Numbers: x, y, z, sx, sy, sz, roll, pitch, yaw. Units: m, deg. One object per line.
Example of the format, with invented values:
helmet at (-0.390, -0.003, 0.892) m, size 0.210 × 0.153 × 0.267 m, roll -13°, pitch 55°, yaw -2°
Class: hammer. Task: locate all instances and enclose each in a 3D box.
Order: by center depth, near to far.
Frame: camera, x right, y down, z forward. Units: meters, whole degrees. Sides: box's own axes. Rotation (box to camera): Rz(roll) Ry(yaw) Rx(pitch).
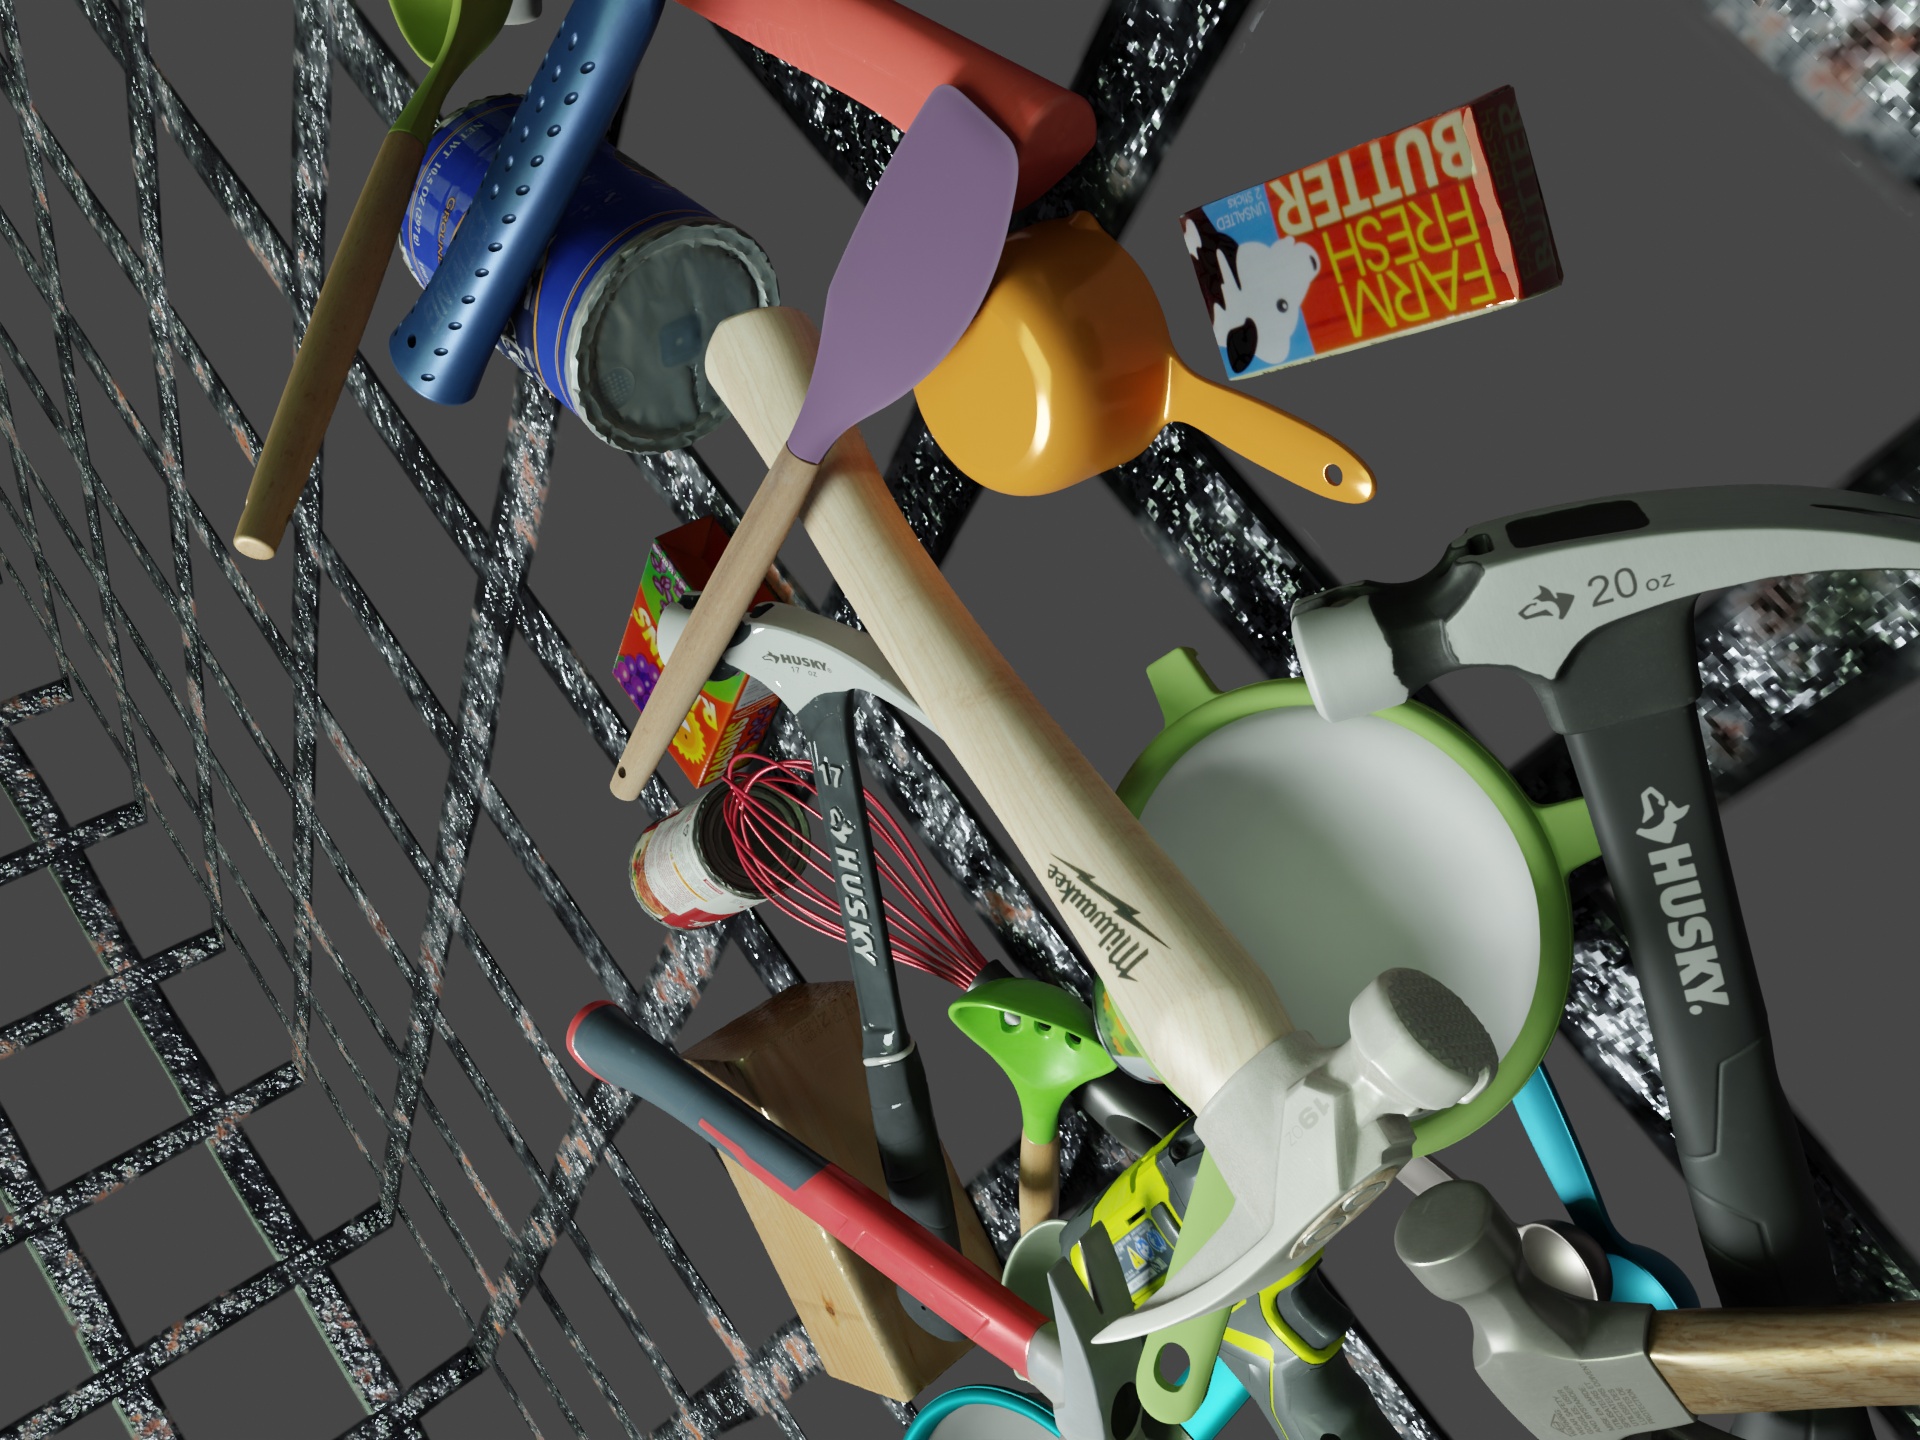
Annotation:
hammer at (0.270, 0.141, 0.355) m, size 0.331 × 0.031 × 0.130 m, roll -25°, pitch 109°, yaw 43°
hammer at (0.208, 0.093, 0.424) m, size 0.146 × 0.035 × 0.334 m, roll -17°, pitch 113°, yaw 17°
hammer at (-0.097, -0.252, 0.518) m, size 0.144 × 0.035 × 0.405 m, roll 53°, pitch 128°, yaw 11°
hammer at (-0.001, -0.002, 0.540) m, size 0.146 × 0.038 × 0.411 m, roll -54°, pitch 51°, yaw 28°
hammer at (-0.088, -0.284, 0.582) m, size 0.359 × 0.036 × 0.149 m, roll 39°, pitch 140°, yaw 31°
hammer at (-0.030, 0.135, 0.715) m, size 0.149 × 0.036 × 0.408 m, roll 12°, pitch 126°, yaw 31°
hammer at (-0.072, 0.209, 0.751) m, size 0.387 × 0.038 × 0.143 m, roll 21°, pitch 133°, yaw 41°

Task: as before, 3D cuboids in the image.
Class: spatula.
spatula at (-0.065, -0.076, 0.574) m, size 0.060 × 0.018 × 0.315 m, roll 51°, pitch 127°, yaw 22°

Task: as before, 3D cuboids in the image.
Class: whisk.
whisk at (-0.004, 0.108, 0.738) m, size 0.296 × 0.073 × 0.073 m, roll 38°, pitch 140°, yaw 21°

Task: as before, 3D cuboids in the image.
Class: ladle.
ladle at (-0.223, -0.197, 0.583) m, size 0.078 × 0.062 × 0.320 m, roll -43°, pitch 35°, yaw 54°

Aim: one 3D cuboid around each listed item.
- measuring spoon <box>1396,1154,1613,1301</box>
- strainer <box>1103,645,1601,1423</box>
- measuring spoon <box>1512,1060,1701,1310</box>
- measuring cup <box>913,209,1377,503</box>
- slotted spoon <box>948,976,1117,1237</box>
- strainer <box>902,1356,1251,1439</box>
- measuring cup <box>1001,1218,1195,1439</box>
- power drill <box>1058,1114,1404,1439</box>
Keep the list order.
measuring spoon at (0.181, 0.166, 0.553) m, size 0.124 × 0.018 × 0.034 m, roll -150°, pitch 47°, yaw -63°
strainer at (0.110, 0.109, 0.522) m, size 0.151 × 0.069 × 0.256 m, roll 21°, pitch 106°, yaw 28°
measuring spoon at (0.208, 0.148, 0.523) m, size 0.129 × 0.021 × 0.042 m, roll 67°, pitch 155°, yaw 8°
measuring cup at (0.050, -0.101, 0.514) m, size 0.174 × 0.052 × 0.095 m, roll 35°, pitch 138°, yaw 36°
slotted spoon at (0.034, 0.195, 0.722) m, size 0.070 × 0.031 × 0.313 m, roll 13°, pitch 143°, yaw 13°
strainer at (0.091, 0.390, 0.797) m, size 0.211 × 0.095 × 0.340 m, roll 48°, pitch 124°, yaw 32°
measuring cup at (0.081, 0.293, 0.709) m, size 0.168 × 0.038 × 0.083 m, roll 40°, pitch 108°, yaw 46°
power drill at (0.149, 0.250, 0.606) m, size 0.223 × 0.080 × 0.171 m, roll 49°, pitch 140°, yaw 15°
